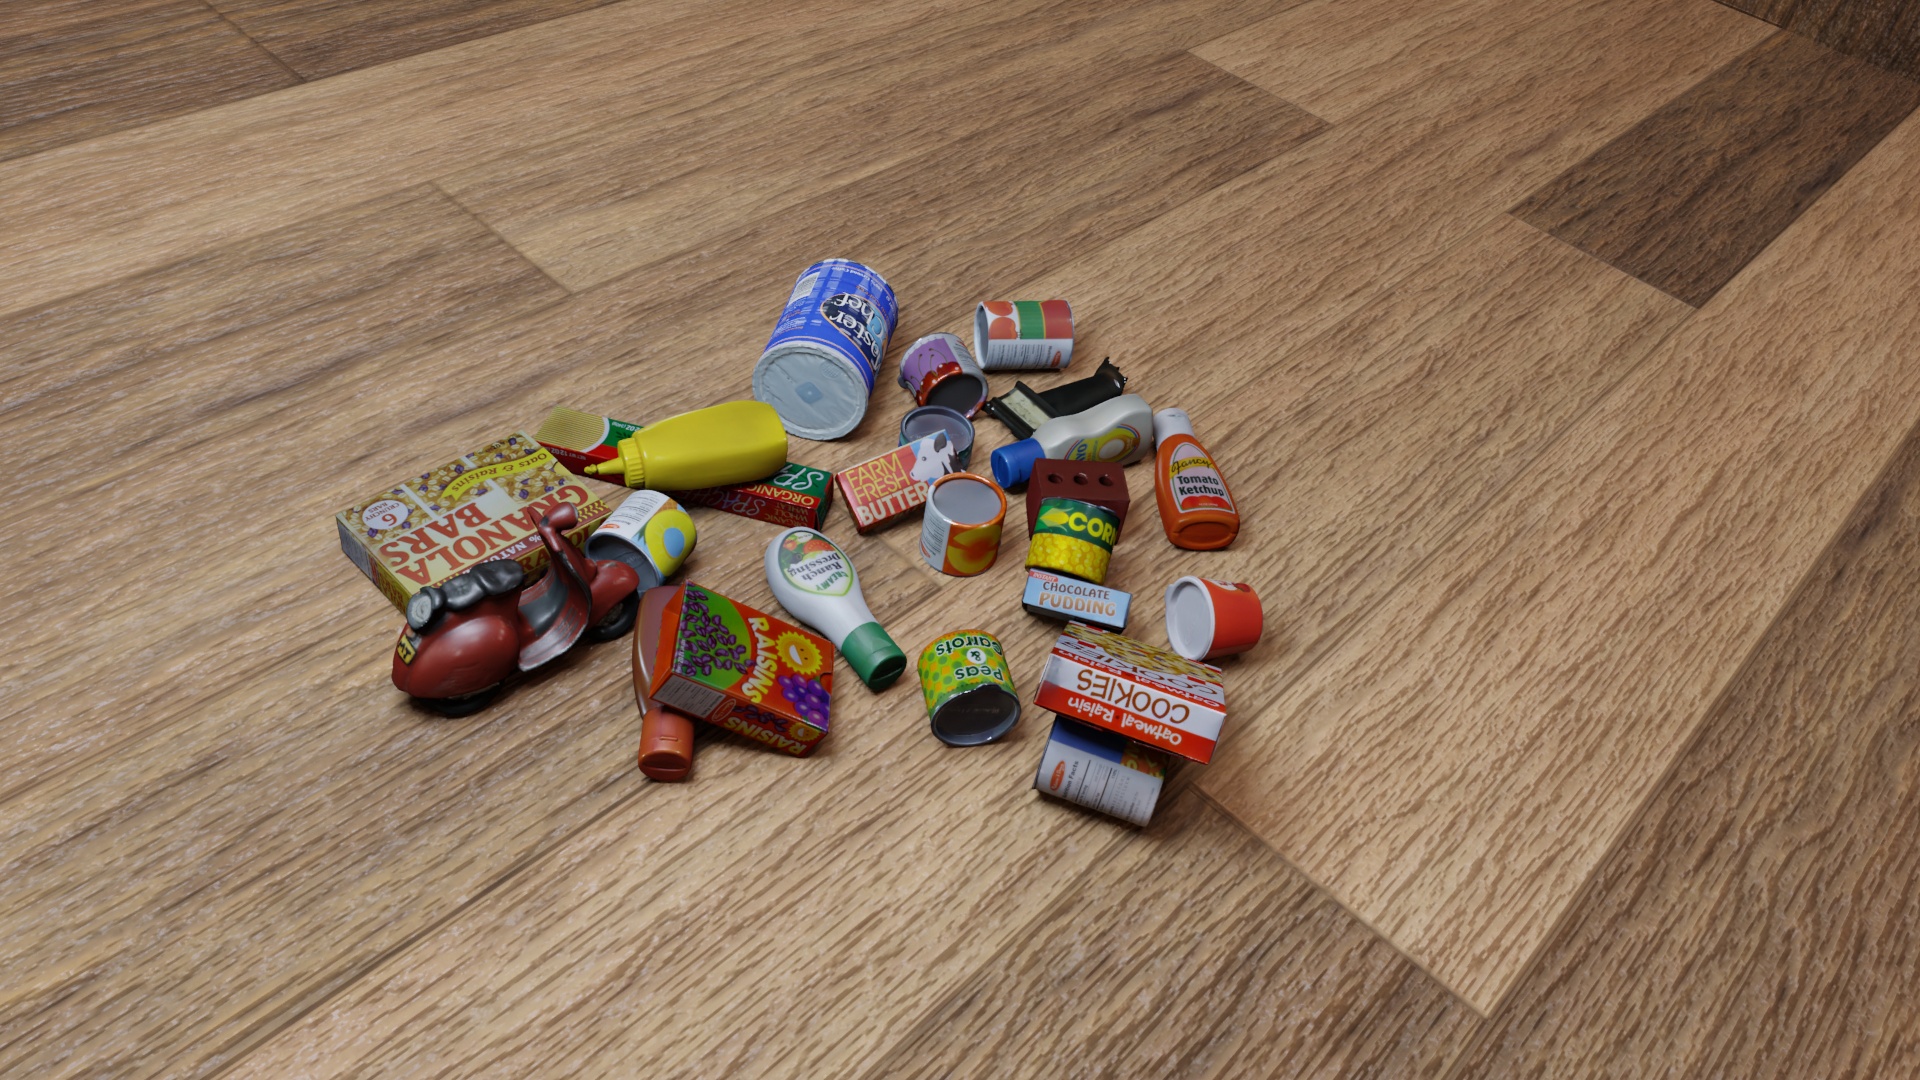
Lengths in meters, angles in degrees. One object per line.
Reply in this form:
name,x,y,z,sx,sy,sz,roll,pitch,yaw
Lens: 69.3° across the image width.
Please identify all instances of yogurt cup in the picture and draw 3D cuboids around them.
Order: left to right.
yogurt cup,0.201,0.061,1.094,0.054,0.072,0.073,0,44,-23

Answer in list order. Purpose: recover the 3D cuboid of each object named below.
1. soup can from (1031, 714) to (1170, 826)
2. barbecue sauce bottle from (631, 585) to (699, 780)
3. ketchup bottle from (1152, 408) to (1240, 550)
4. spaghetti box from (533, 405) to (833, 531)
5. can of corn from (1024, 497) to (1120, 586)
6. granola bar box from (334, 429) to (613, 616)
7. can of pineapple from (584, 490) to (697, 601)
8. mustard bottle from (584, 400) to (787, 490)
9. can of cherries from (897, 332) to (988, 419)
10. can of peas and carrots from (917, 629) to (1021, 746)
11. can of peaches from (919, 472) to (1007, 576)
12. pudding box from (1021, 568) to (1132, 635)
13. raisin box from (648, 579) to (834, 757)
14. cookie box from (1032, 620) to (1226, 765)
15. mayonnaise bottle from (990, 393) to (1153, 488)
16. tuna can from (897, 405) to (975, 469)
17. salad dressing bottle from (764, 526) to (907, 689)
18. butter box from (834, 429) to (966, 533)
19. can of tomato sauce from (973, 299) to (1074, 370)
soup can,0.101,0.155,0.976,0.084,0.071,0.072,18,44,7
barbecue sauce bottle,-0.204,0.100,0.991,0.065,0.043,0.149,8,44,-13
ketchup bottle,0.200,-0.057,1.229,0.065,0.043,0.149,1,44,-9
spaghetti box,-0.230,-0.060,1.161,0.250,0.028,0.050,14,45,4
can of corn,0.091,0.003,1.114,0.071,0.071,0.058,15,78,5
granola bar box,-0.373,-0.010,1.075,0.124,0.038,0.166,37,50,25
can of pineapple,-0.244,0.005,1.067,0.071,0.070,0.058,22,44,12
mustard bottle,-0.222,-0.071,1.117,0.161,0.048,0.065,-12,50,-20
can of cherries,-0.017,-0.144,1.265,0.072,0.071,0.058,-11,49,-21
can of peas and carrots,0.006,0.105,1.005,0.071,0.070,0.059,-3,45,-14
can of peaches,0.004,-0.014,1.137,0.071,0.057,0.071,5,44,-5
pudding box,0.091,0.049,1.093,0.084,0.049,0.030,15,81,5
raisin box,-0.151,0.090,0.977,0.123,0.040,0.086,27,37,-25
cookie box,0.123,0.105,0.988,0.123,0.040,0.168,18,7,7
mayonnaise bottle,0.099,-0.083,1.226,0.148,0.064,0.041,-19,46,-22
tuna can,-0.021,-0.084,1.223,0.071,0.032,0.071,5,44,-5
salad dressing bottle,-0.095,0.051,1.061,0.064,0.043,0.148,-21,52,-30
butter box,-0.049,-0.050,1.161,0.104,0.024,0.053,-24,83,-17
can of tomato sauce,0.059,-0.198,1.332,0.083,0.070,0.071,-3,45,-13
